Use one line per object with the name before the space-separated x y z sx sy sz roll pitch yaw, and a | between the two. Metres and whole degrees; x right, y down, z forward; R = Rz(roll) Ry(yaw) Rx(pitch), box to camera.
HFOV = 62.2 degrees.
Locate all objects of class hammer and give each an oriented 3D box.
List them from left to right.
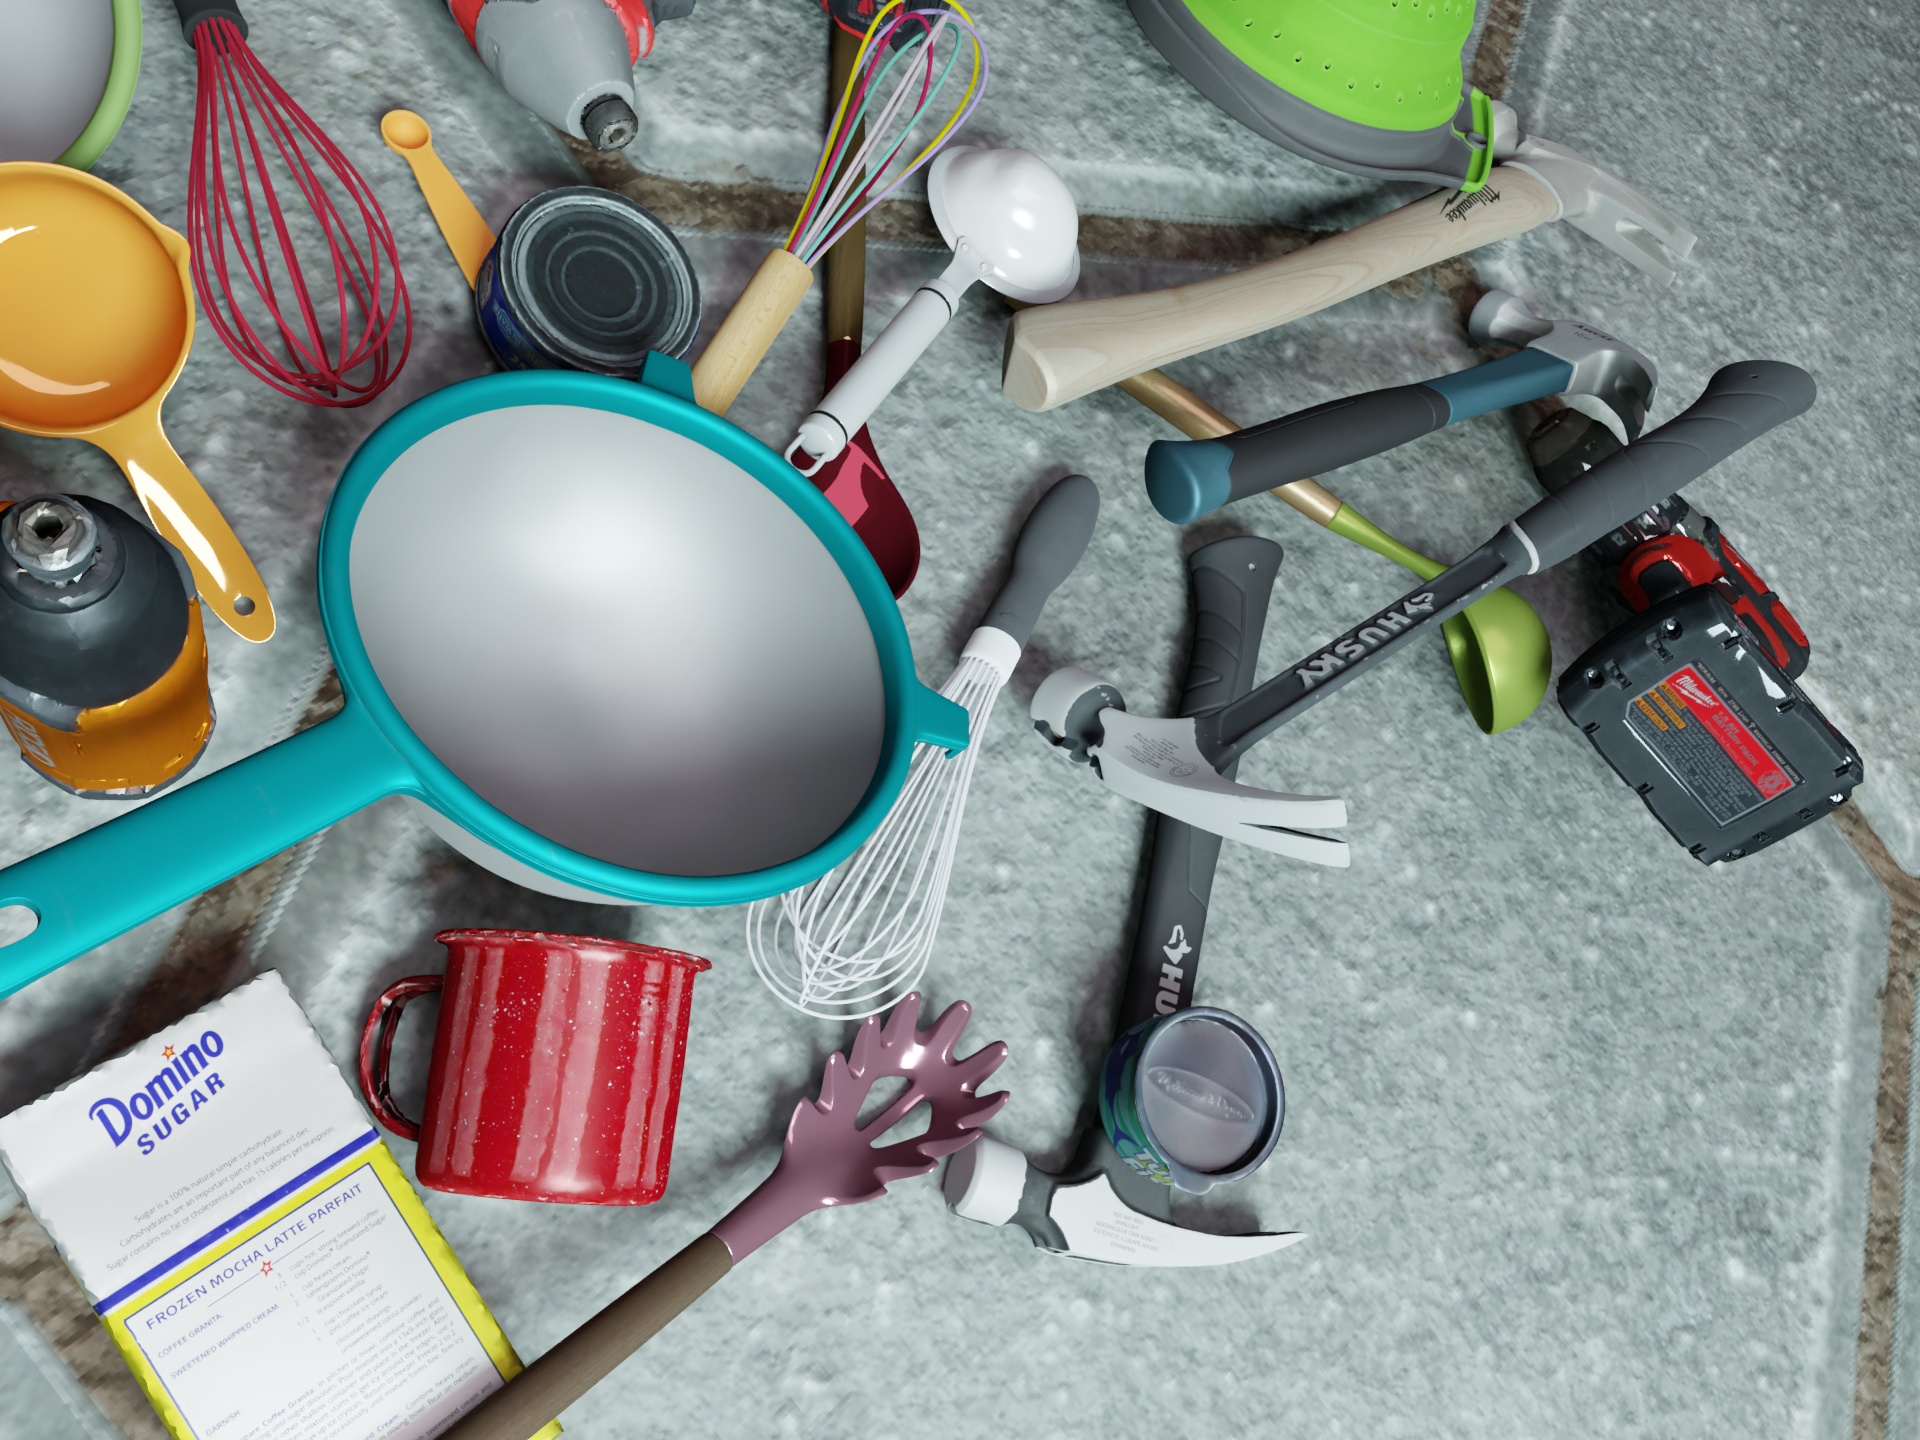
hammer | 0.100 0.066 0.685 0.146 0.035 0.335 22 65 -16
hammer | 0.192 -0.217 0.778 0.410 0.038 0.146 -26 59 -30
hammer | 0.210 -0.146 0.749 0.331 0.033 0.128 -21 44 -34
hammer | 0.232 -0.066 0.683 0.409 0.149 0.036 -30 127 -22

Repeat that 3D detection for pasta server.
pasta server | -0.097 0.186 0.518 0.060 0.040 0.316 46 45 15

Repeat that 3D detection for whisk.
whisk | -0.277 -0.245 0.601 0.073 0.073 0.296 -16 75 -28
whisk | -0.064 -0.212 0.674 0.245 0.051 0.047 -59 145 -13
whisk | 0.000 -0.002 0.652 0.070 0.070 0.285 36 58 -11

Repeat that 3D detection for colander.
colander | 0.117 -0.408 0.785 0.397 0.094 0.205 25 49 -7

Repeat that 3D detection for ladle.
ladle | -0.052 -0.188 0.702 0.069 0.031 0.316 7 69 -21
ladle | 0.148 -0.103 0.757 0.320 0.078 0.062 34 101 -3

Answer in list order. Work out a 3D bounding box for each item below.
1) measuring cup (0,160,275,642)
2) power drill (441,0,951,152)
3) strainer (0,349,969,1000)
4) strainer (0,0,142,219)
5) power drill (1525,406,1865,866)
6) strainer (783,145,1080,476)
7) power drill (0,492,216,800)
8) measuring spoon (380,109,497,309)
measuring cup | -0.291 -0.106 0.557 0.095 0.052 0.173 -31 114 -15
power drill | -0.111 -0.326 0.683 0.219 0.078 0.143 -28 77 -24
strainer | -0.165 0.011 0.519 0.211 0.095 0.340 51 45 5
strainer | -0.403 -0.269 0.514 0.256 0.069 0.151 30 92 -33
power drill | 0.343 -0.054 0.774 0.188 0.080 0.227 47 32 -6
strainer | -0.005 -0.187 0.694 0.086 0.050 0.258 41 56 -12
power drill | -0.324 -0.072 0.461 0.226 0.164 0.084 36 63 -8
measuring spoon | -0.201 -0.195 0.646 0.021 0.011 0.117 -31 92 -33
